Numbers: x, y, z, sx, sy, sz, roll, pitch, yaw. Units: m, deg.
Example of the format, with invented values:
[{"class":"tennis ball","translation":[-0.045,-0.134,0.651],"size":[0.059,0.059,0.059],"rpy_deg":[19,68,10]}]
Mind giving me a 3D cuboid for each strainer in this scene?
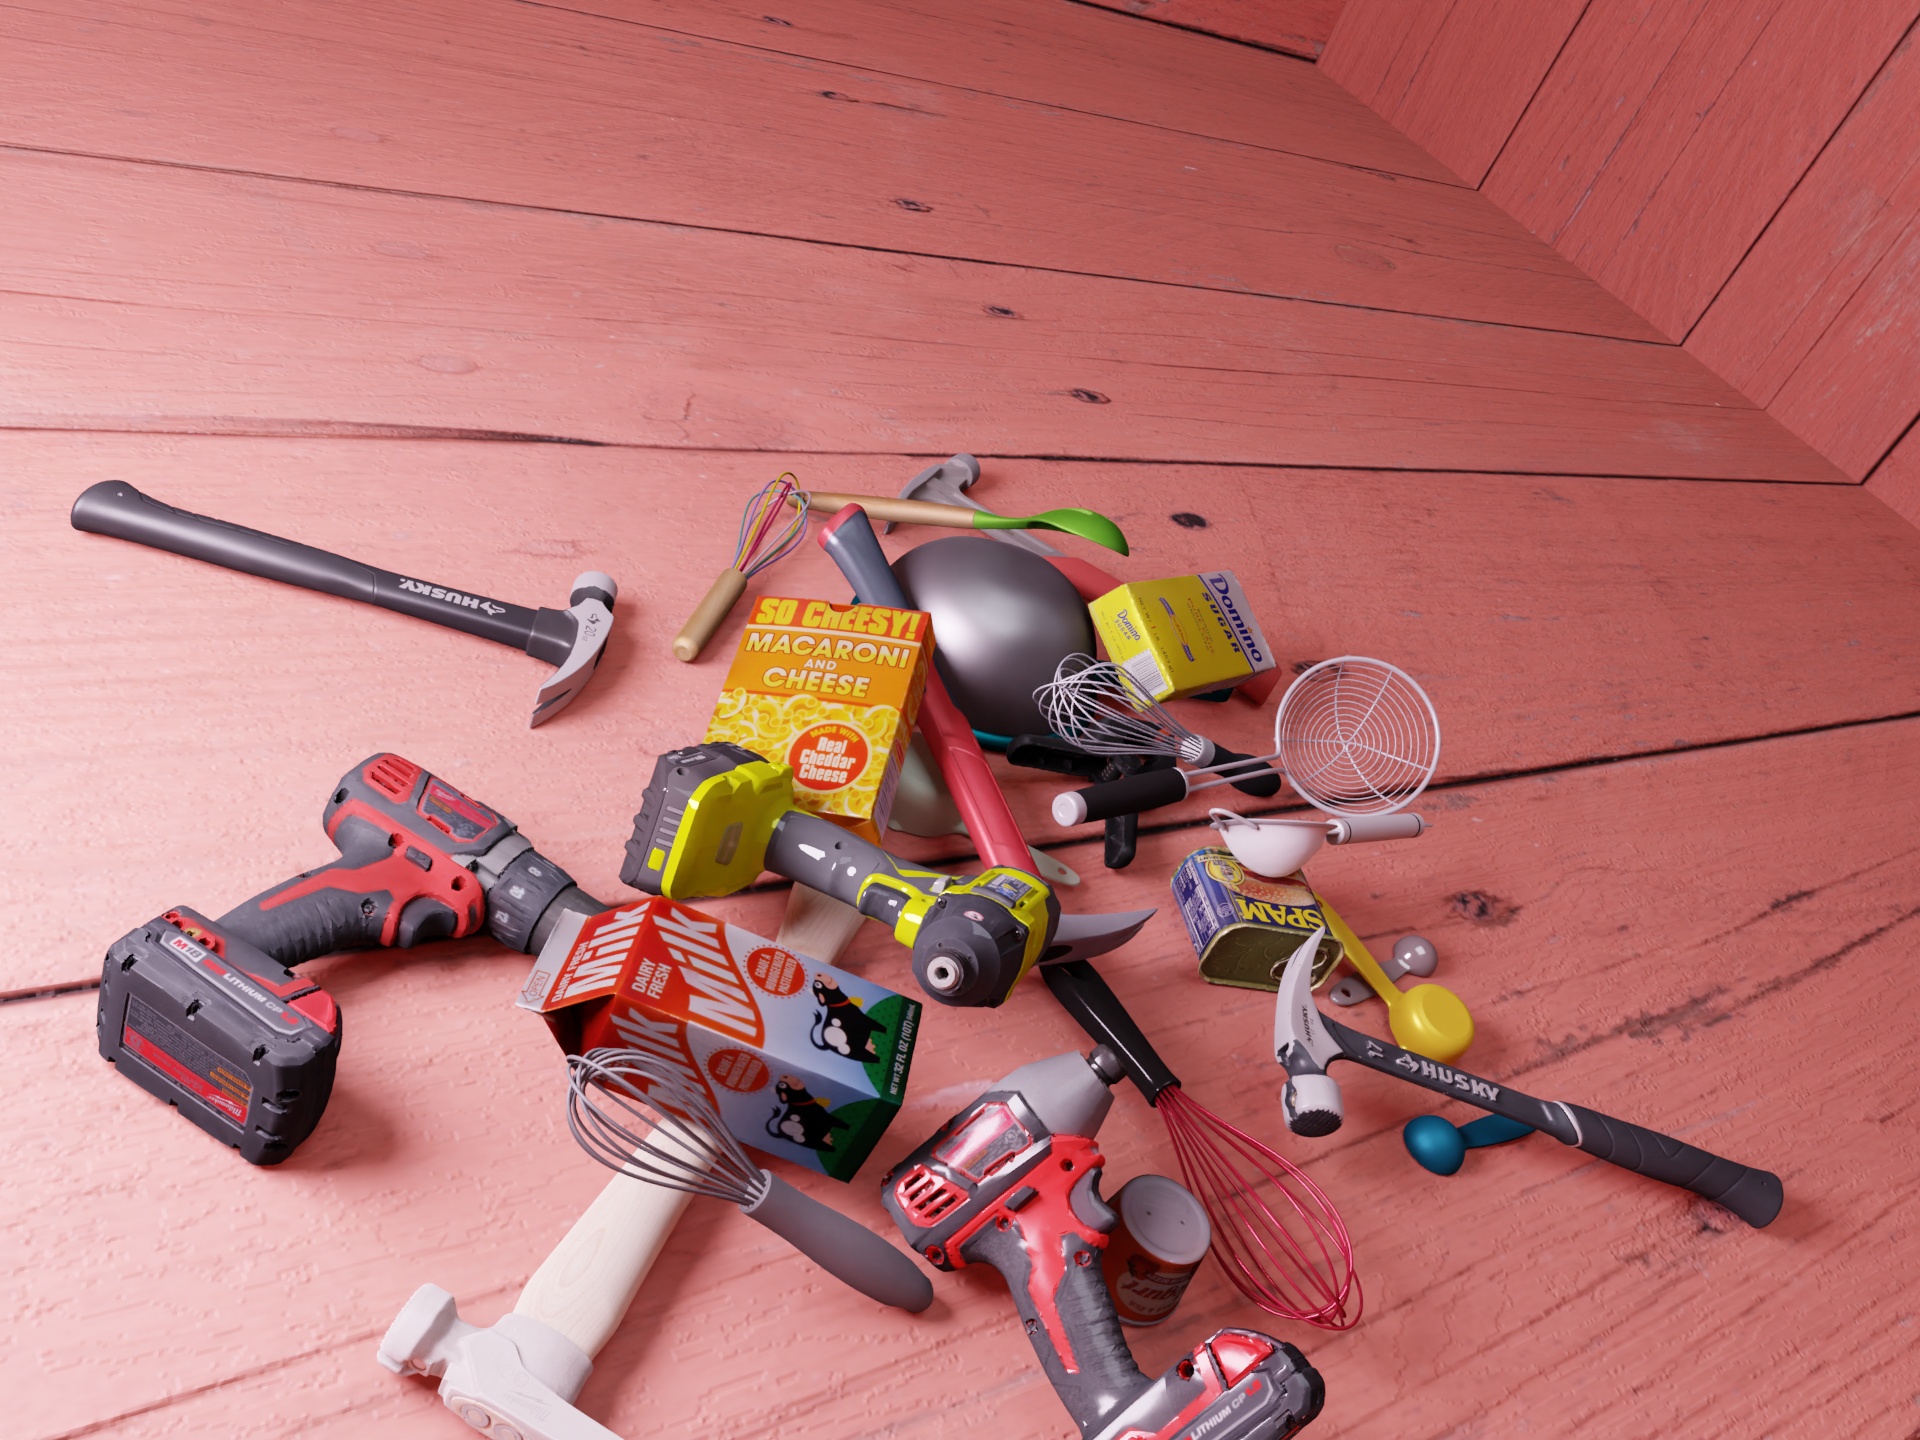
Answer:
[{"class":"strainer","translation":[0.265,0.082,1.134],"size":[0.258,0.087,0.050],"rpy_deg":[0,85,-42]},{"class":"strainer","translation":[0.083,-0.071,1.254],"size":[0.340,0.095,0.211],"rpy_deg":[7,40,-22]}]

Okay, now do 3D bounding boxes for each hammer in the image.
[{"class":"hammer","translation":[-0.002,-0.003,1.095],"size":[0.143,0.038,0.387],"rpy_deg":[-1,50,-34]},{"class":"hammer","translation":[-0.397,-0.088,1.035],"size":[0.334,0.035,0.146],"rpy_deg":[16,37,-14]},{"class":"hammer","translation":[-0.121,0.206,0.839],"size":[0.146,0.038,0.411],"rpy_deg":[30,36,3]},{"class":"hammer","translation":[0.381,0.257,1.050],"size":[0.408,0.036,0.149],"rpy_deg":[22,41,-16]},{"class":"hammer","translation":[0.111,-0.115,1.376],"size":[0.359,0.036,0.149],"rpy_deg":[32,36,8]}]

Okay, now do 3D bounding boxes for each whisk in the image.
[{"class":"whisk","translation":[0.155,0.014,1.175],"size":[0.284,0.070,0.070],"rpy_deg":[22,30,-44]},{"class":"whisk","translation":[-0.166,-0.121,1.211],"size":[0.051,0.047,0.245],"rpy_deg":[26,39,-2]},{"class":"whisk","translation":[0.133,0.236,0.942],"size":[0.073,0.073,0.296],"rpy_deg":[-6,41,-36]},{"class":"whisk","translation":[-0.095,0.224,0.757],"size":[0.238,0.055,0.055],"rpy_deg":[42,29,-26]}]

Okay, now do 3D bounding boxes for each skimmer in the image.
[{"class":"skimmer","translation":[0.213,0.028,1.133],"size":[0.363,0.090,0.127],"rpy_deg":[-9,77,-45]}]

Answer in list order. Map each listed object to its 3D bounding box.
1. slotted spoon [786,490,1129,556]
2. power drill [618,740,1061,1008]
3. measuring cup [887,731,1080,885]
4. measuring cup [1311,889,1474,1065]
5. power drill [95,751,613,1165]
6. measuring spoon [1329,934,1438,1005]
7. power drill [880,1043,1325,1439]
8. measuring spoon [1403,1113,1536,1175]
[{"class":"slotted spoon","translation":[-0.009,-0.162,1.252],"size":[0.314,0.031,0.070],"rpy_deg":[10,1,30]},{"class":"power drill","translation":[-0.064,0.089,0.877],"size":[0.223,0.080,0.171],"rpy_deg":[21,8,12]},{"class":"measuring cup","translation":[0.013,0.062,1.094],"size":[0.167,0.038,0.083],"rpy_deg":[28,36,6]},{"class":"measuring cup","translation":[0.300,0.174,1.119],"size":[0.062,0.029,0.157],"rpy_deg":[-27,71,-41]},{"class":"power drill","translation":[-0.291,0.120,0.812],"size":[0.188,0.080,0.227],"rpy_deg":[31,33,7]},{"class":"measuring spoon","translation":[0.307,0.179,1.145],"size":[0.124,0.018,0.034],"rpy_deg":[-15,53,-41]},{"class":"power drill","translation":[0.072,0.274,0.790],"size":[0.143,0.078,0.220],"rpy_deg":[-39,62,-3]},{"class":"measuring spoon","translation":[0.347,0.269,1.055],"size":[0.128,0.021,0.042],"rpy_deg":[-4,46,-32]}]
